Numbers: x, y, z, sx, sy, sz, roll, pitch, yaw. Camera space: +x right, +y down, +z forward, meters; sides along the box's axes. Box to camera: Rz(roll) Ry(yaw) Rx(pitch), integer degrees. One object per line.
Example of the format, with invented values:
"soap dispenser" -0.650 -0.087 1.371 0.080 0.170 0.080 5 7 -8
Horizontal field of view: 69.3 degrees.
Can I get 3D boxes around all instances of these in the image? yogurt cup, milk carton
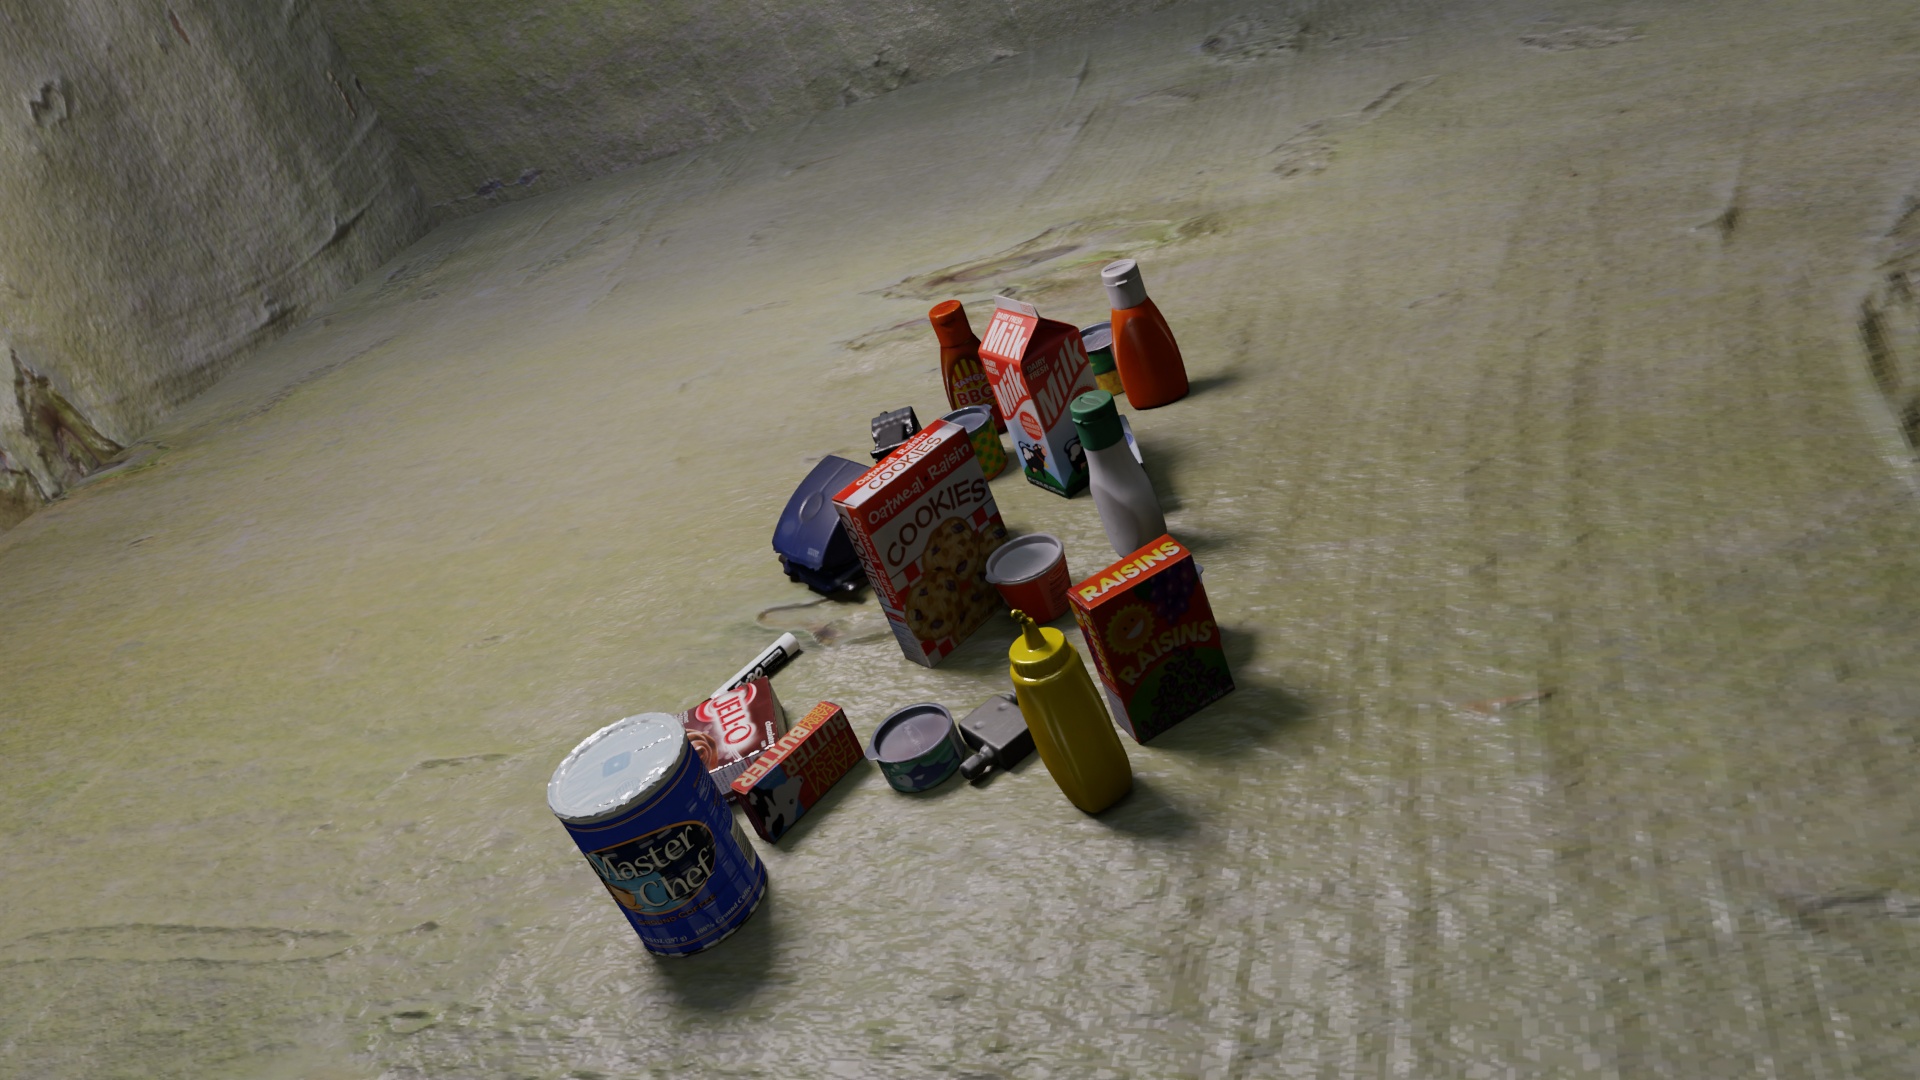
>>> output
"yogurt cup" 0.061 0.034 1.164 0.072 0.053 0.073 -17 29 10
"milk carton" 0.080 -0.142 1.304 0.074 0.189 0.072 -34 31 -19

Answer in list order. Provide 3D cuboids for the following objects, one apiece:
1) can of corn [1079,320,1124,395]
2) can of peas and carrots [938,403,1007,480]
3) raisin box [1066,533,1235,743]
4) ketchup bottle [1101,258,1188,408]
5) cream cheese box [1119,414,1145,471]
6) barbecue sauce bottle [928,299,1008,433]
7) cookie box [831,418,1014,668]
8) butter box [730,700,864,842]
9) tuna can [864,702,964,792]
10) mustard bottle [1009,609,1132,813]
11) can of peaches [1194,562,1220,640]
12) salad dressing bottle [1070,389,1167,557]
"can of corn" 0.149 -0.191 1.473 0.071 0.058 0.071 -17 29 10
"can of peas and carrots" 0.010 -0.097 1.412 0.071 0.058 0.071 -17 29 10
"raisin box" 0.136 0.070 0.981 0.086 0.123 0.040 -28 29 -10
"ketchup bottle" 0.179 -0.206 1.383 0.064 0.148 0.044 -16 30 13
"cream cheese box" 0.155 -0.069 1.270 0.024 0.053 0.104 -19 29 7
"barbecue sauce bottle" 0.009 -0.180 1.459 0.065 0.148 0.044 -19 29 8
"cookie box" -0.023 0.002 1.159 0.123 0.166 0.040 -39 33 -27
"butter box" -0.123 0.175 1.059 0.024 0.053 0.104 11 43 45
"tuna can" -0.034 0.157 1.047 0.071 0.032 0.071 -17 29 10
"mustard bottle" 0.067 0.108 0.927 0.049 0.159 0.065 -32 30 -15
"can of peaches" 0.160 0.058 1.051 0.071 0.057 0.071 -17 29 10
"salad dressing bottle" 0.131 -0.055 1.167 0.044 0.147 0.064 -34 31 -19
